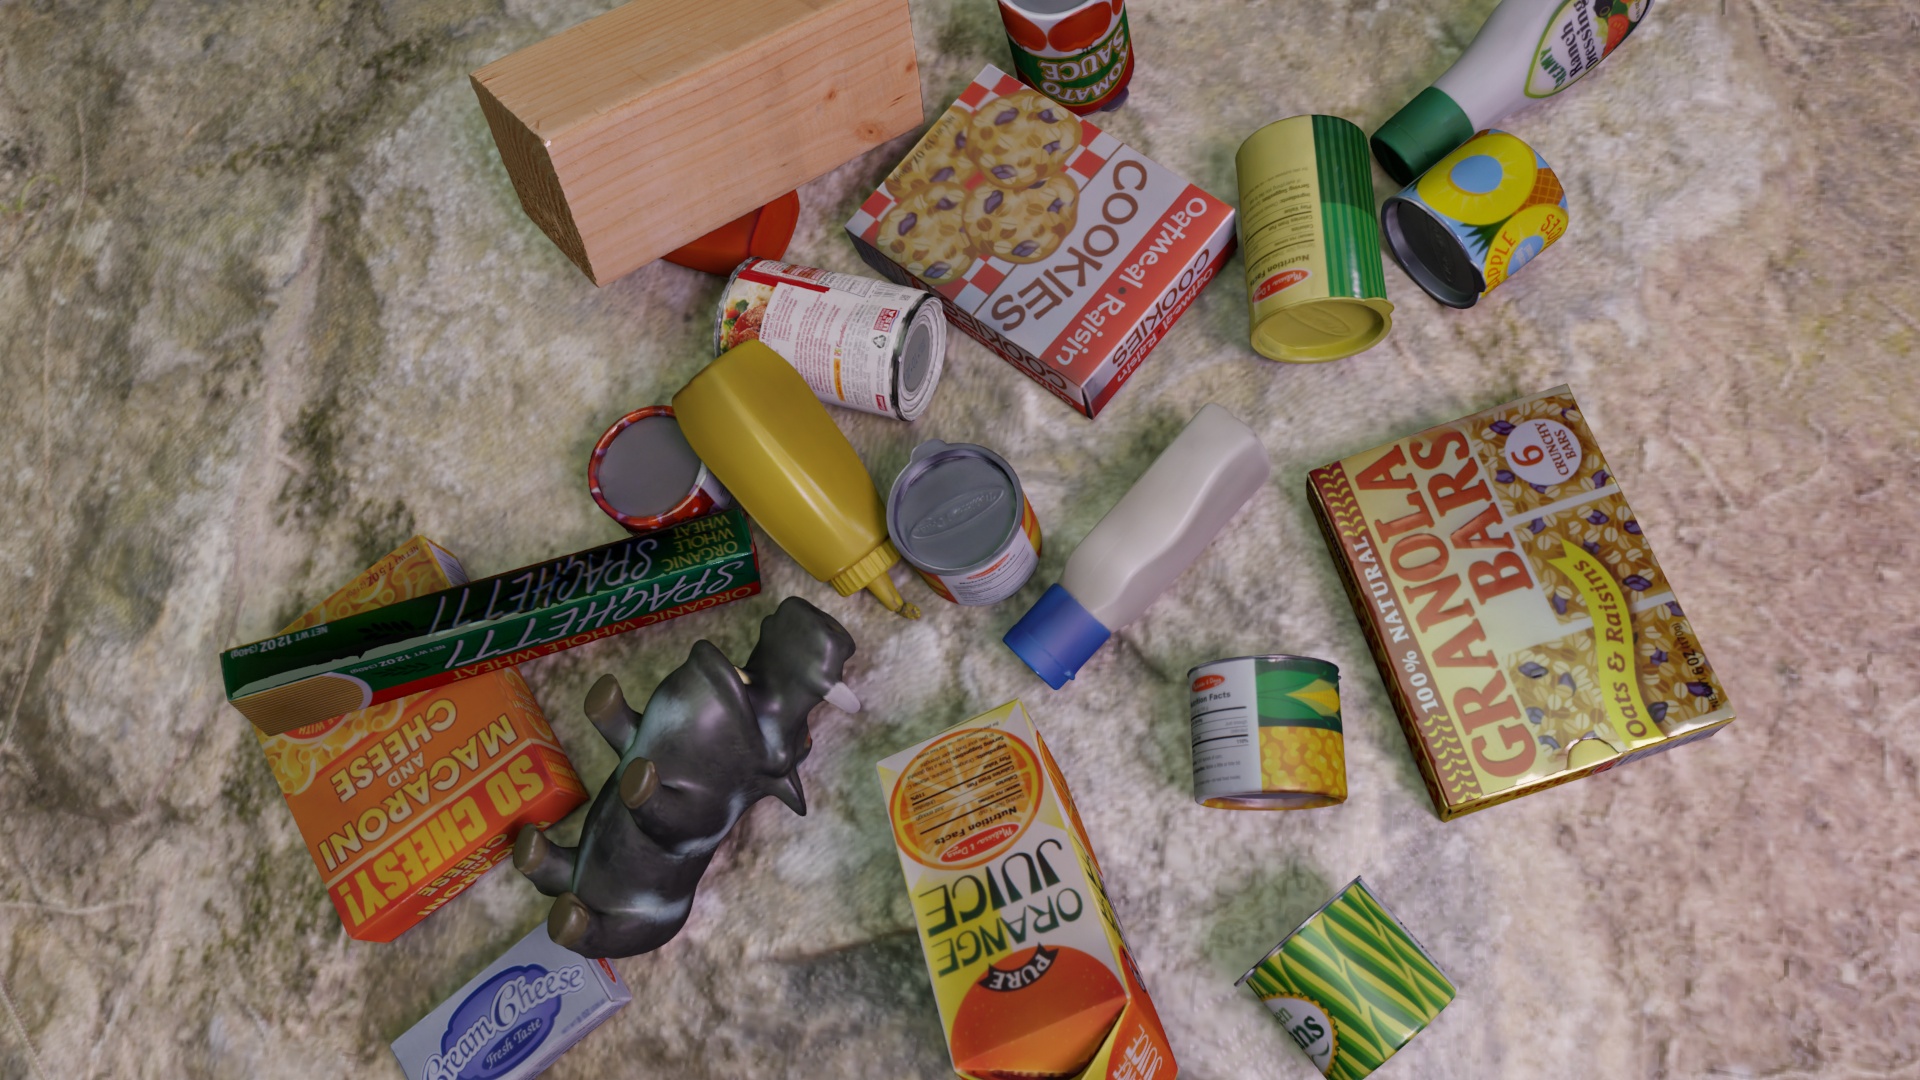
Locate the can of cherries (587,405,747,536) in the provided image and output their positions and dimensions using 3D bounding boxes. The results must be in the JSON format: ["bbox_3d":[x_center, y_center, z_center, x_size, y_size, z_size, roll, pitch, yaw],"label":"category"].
[{"bbox_3d":[-0.151,-0.028,0.714,0.071,0.058,0.071,-4,70,11],"label":"can of cherries"}]

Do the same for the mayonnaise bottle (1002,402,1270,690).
[{"bbox_3d":[0.082,0.005,0.652,0.148,0.064,0.041,-46,65,-2],"label":"mayonnaise bottle"}]

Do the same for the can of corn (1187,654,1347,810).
[{"bbox_3d":[0.136,0.086,0.609,0.071,0.071,0.058,-3,71,11],"label":"can of corn"}]

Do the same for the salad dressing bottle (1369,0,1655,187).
[{"bbox_3d":[0.275,-0.238,0.697,0.147,0.064,0.044,-40,49,6],"label":"salad dressing bottle"}]

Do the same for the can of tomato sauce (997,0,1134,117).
[{"bbox_3d":[0.057,-0.277,0.743,0.071,0.083,0.071,-4,70,11],"label":"can of tomato sauce"}]

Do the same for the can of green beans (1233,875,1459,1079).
[{"bbox_3d":[0.159,0.181,0.569,0.071,0.071,0.058,-39,68,-3],"label":"can of green beans"}]

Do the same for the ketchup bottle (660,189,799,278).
[{"bbox_3d":[-0.169,-0.189,0.782,0.149,0.043,0.065,15,66,17],"label":"ketchup bottle"}]

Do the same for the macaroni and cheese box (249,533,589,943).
[{"bbox_3d":[-0.282,0.098,0.708,0.124,0.040,0.167,-36,67,-2],"label":"macaroni and cheese box"}]

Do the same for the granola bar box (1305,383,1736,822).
[{"bbox_3d":[0.243,0.026,0.620,0.124,0.039,0.166,-19,68,5],"label":"granola bar box"}]

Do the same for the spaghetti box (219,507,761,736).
[{"bbox_3d":[-0.219,0.038,0.675,0.250,0.050,0.029,-16,65,-11],"label":"spaghetti box"}]

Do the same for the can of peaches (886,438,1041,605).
[{"bbox_3d":[0.002,-0.008,0.674,0.071,0.058,0.071,-4,70,12],"label":"can of peaches"}]

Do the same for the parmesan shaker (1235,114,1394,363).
[{"bbox_3d":[0.174,-0.148,0.680,0.071,0.071,0.103,-4,70,11],"label":"parmesan shaker"}]

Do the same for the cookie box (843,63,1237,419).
[{"bbox_3d":[0.042,-0.159,0.729,0.168,0.040,0.123,38,82,22],"label":"cookie box"}]

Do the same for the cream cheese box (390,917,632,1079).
[{"bbox_3d":[-0.212,0.228,0.656,0.104,0.024,0.053,-39,67,-3],"label":"cream cheese box"}]

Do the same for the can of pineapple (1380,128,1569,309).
[{"bbox_3d":[0.248,-0.153,0.667,0.058,0.071,0.071,-38,68,-2],"label":"can of pineapple"}]

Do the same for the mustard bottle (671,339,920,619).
[{"bbox_3d":[-0.073,-0.021,0.682,0.048,0.065,0.160,-32,97,33],"label":"mustard bottle"}]

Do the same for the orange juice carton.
[{"bbox_3d":[0.029,0.165,0.562,0.073,0.071,0.193,-25,43,3],"label":"orange juice carton"}]
